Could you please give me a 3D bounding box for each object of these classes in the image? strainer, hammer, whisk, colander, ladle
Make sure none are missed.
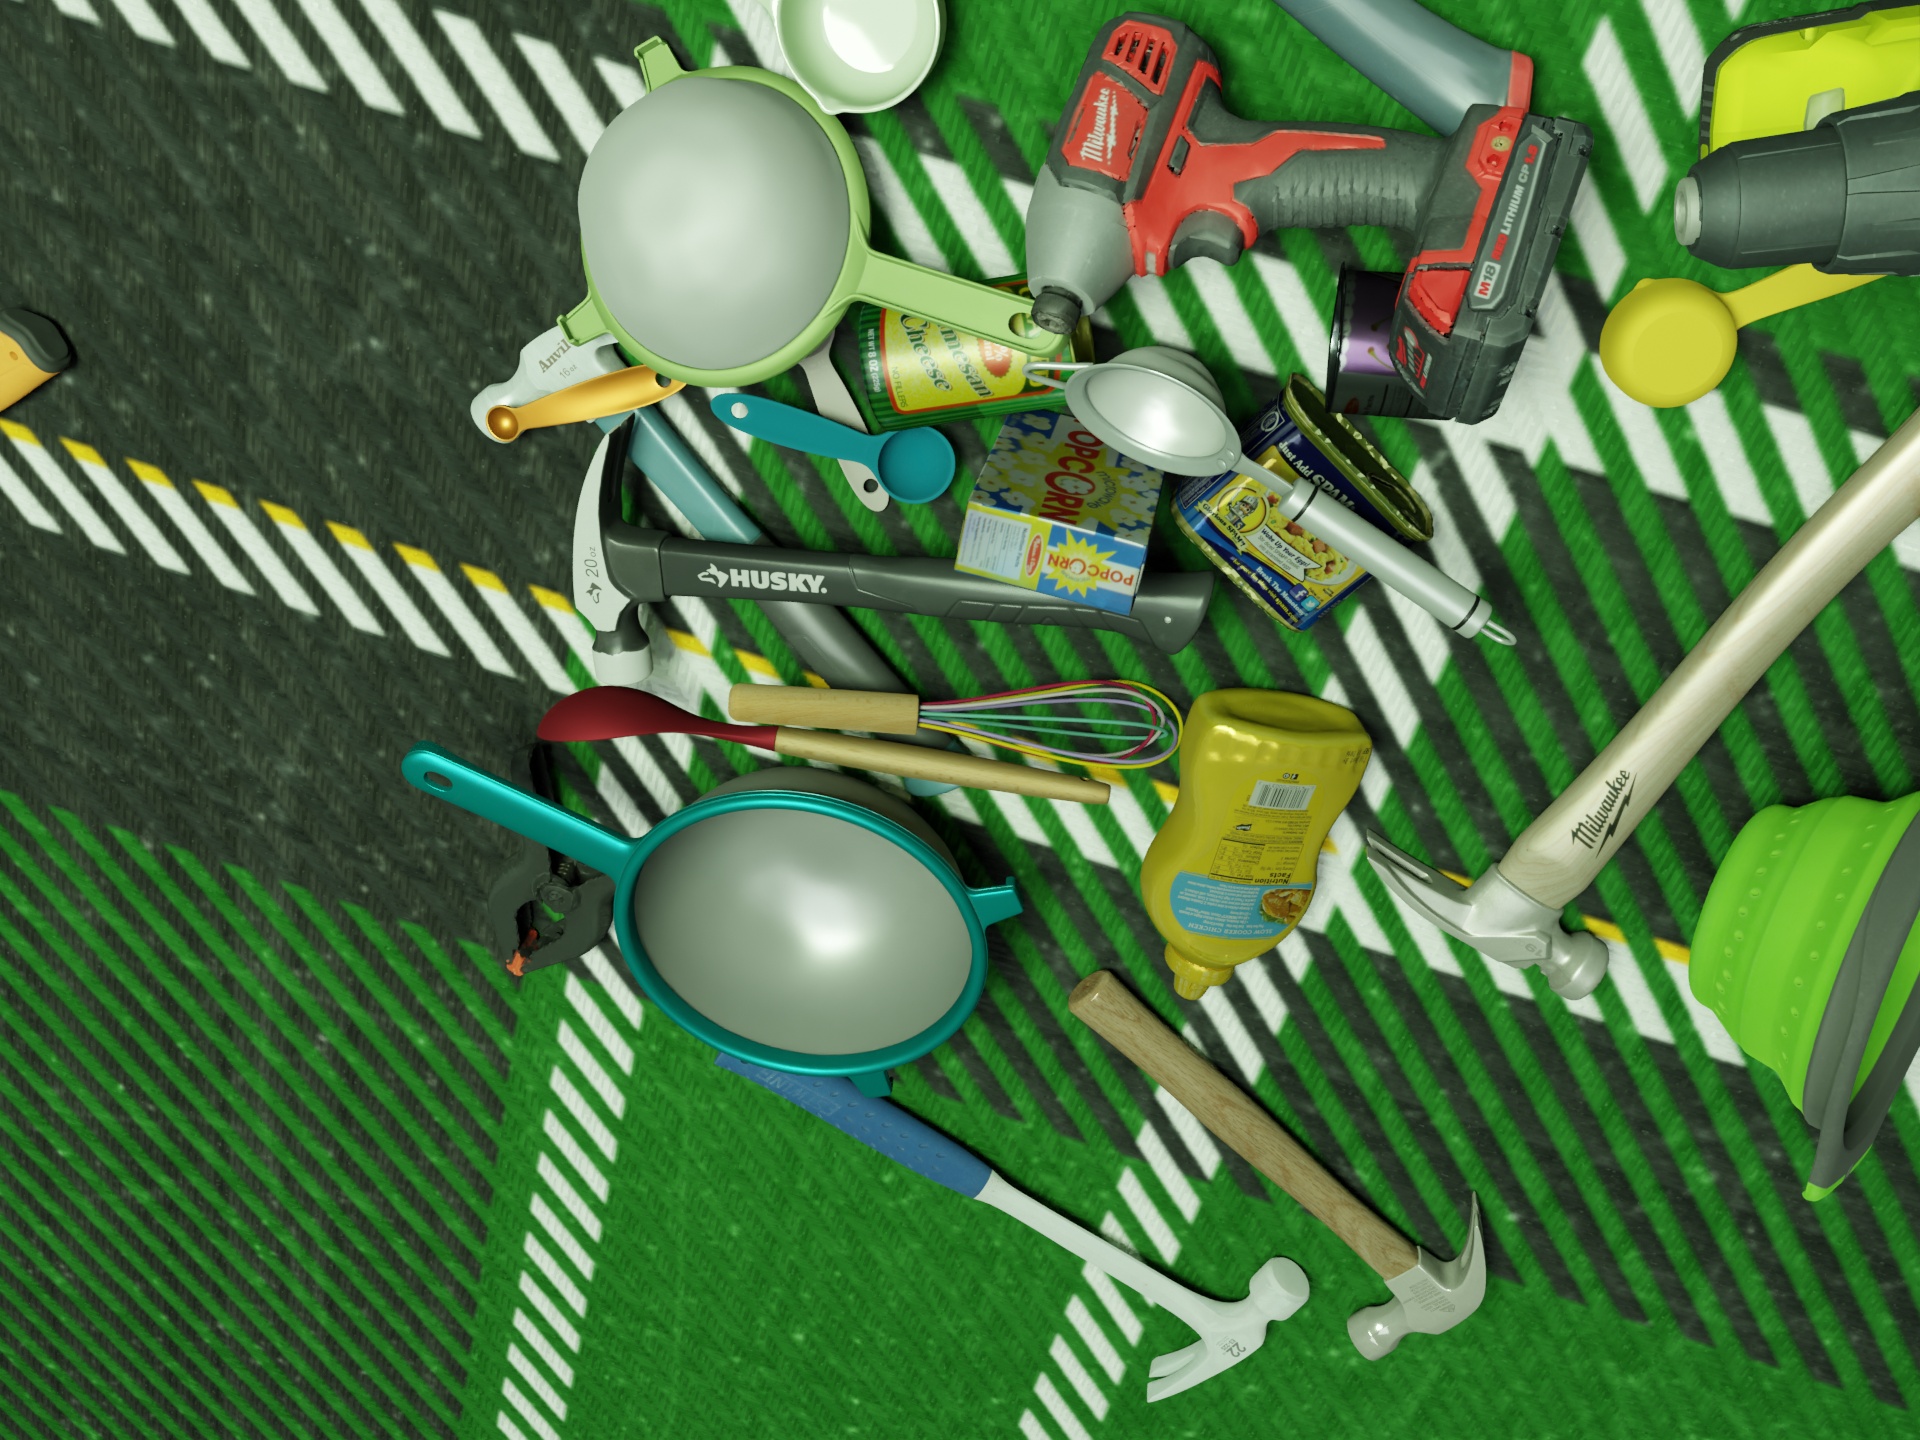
[{"bbox_3d":[0.148,-0.107,0.727,0.258,0.087,0.050,33,75,-3],"label":"strainer"},{"bbox_3d":[0.020,0.313,1.042,0.405,0.035,0.144,32,119,-5],"label":"hammer"},{"bbox_3d":[-0.141,0.073,0.907,0.340,0.095,0.211,26,125,-8],"label":"strainer"},{"bbox_3d":[-0.110,-0.083,0.866,0.128,0.033,0.331,-34,106,26],"label":"hammer"},{"bbox_3d":[-0.039,-0.075,0.814,0.335,0.035,0.146,5,120,11],"label":"hammer"},{"bbox_3d":[0.081,-0.355,0.682,0.386,0.038,0.143,36,120,-8],"label":"hammer"},{"bbox_3d":[0.374,-0.035,0.787,0.146,0.038,0.410,31,119,-3],"label":"hammer"},{"bbox_3d":[-0.001,-0.004,0.857,0.245,0.051,0.047,4,92,-3],"label":"whisk"},{"bbox_3d":[0.197,0.267,0.983,0.331,0.031,0.130,42,118,-11],"label":"hammer"},{"bbox_3d":[-0.074,-0.215,0.722,0.256,0.069,0.151,22,99,15],"label":"strainer"},{"bbox_3d":[-0.650,-0.152,0.944,0.337,0.034,0.127,-20,111,20],"label":"hammer"},{"bbox_3d":[0.446,0.029,0.771,0.095,0.204,0.397,23,107,39],"label":"colander"},{"bbox_3d":[-0.075,0.016,0.867,0.315,0.069,0.031,9,106,3],"label":"ladle"}]

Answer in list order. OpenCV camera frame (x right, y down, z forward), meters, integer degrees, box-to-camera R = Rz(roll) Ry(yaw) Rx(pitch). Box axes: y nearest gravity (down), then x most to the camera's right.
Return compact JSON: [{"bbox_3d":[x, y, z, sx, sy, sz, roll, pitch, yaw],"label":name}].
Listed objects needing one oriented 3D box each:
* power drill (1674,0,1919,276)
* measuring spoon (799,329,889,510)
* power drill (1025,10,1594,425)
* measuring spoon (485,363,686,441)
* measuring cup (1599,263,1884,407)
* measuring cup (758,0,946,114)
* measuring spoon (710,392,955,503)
[{"bbox_3d":[0.351,-0.214,0.587,0.190,0.229,0.080,-3,116,13],"label":"power drill"},{"bbox_3d":[-0.065,-0.165,0.827,0.034,0.018,0.124,-21,118,4],"label":"measuring spoon"},{"bbox_3d":[0.137,-0.210,0.678,0.220,0.078,0.143,19,80,13],"label":"power drill"},{"bbox_3d":[-0.191,-0.165,0.817,0.117,0.011,0.021,-11,113,15],"label":"measuring spoon"},{"bbox_3d":[0.368,-0.188,0.711,0.156,0.029,0.062,-21,111,23],"label":"measuring cup"},{"bbox_3d":[-0.084,-0.338,0.726,0.167,0.038,0.083,25,119,1],"label":"measuring cup"},{"bbox_3d":[-0.065,-0.147,0.819,0.128,0.021,0.042,16,113,-9],"label":"measuring spoon"}]
